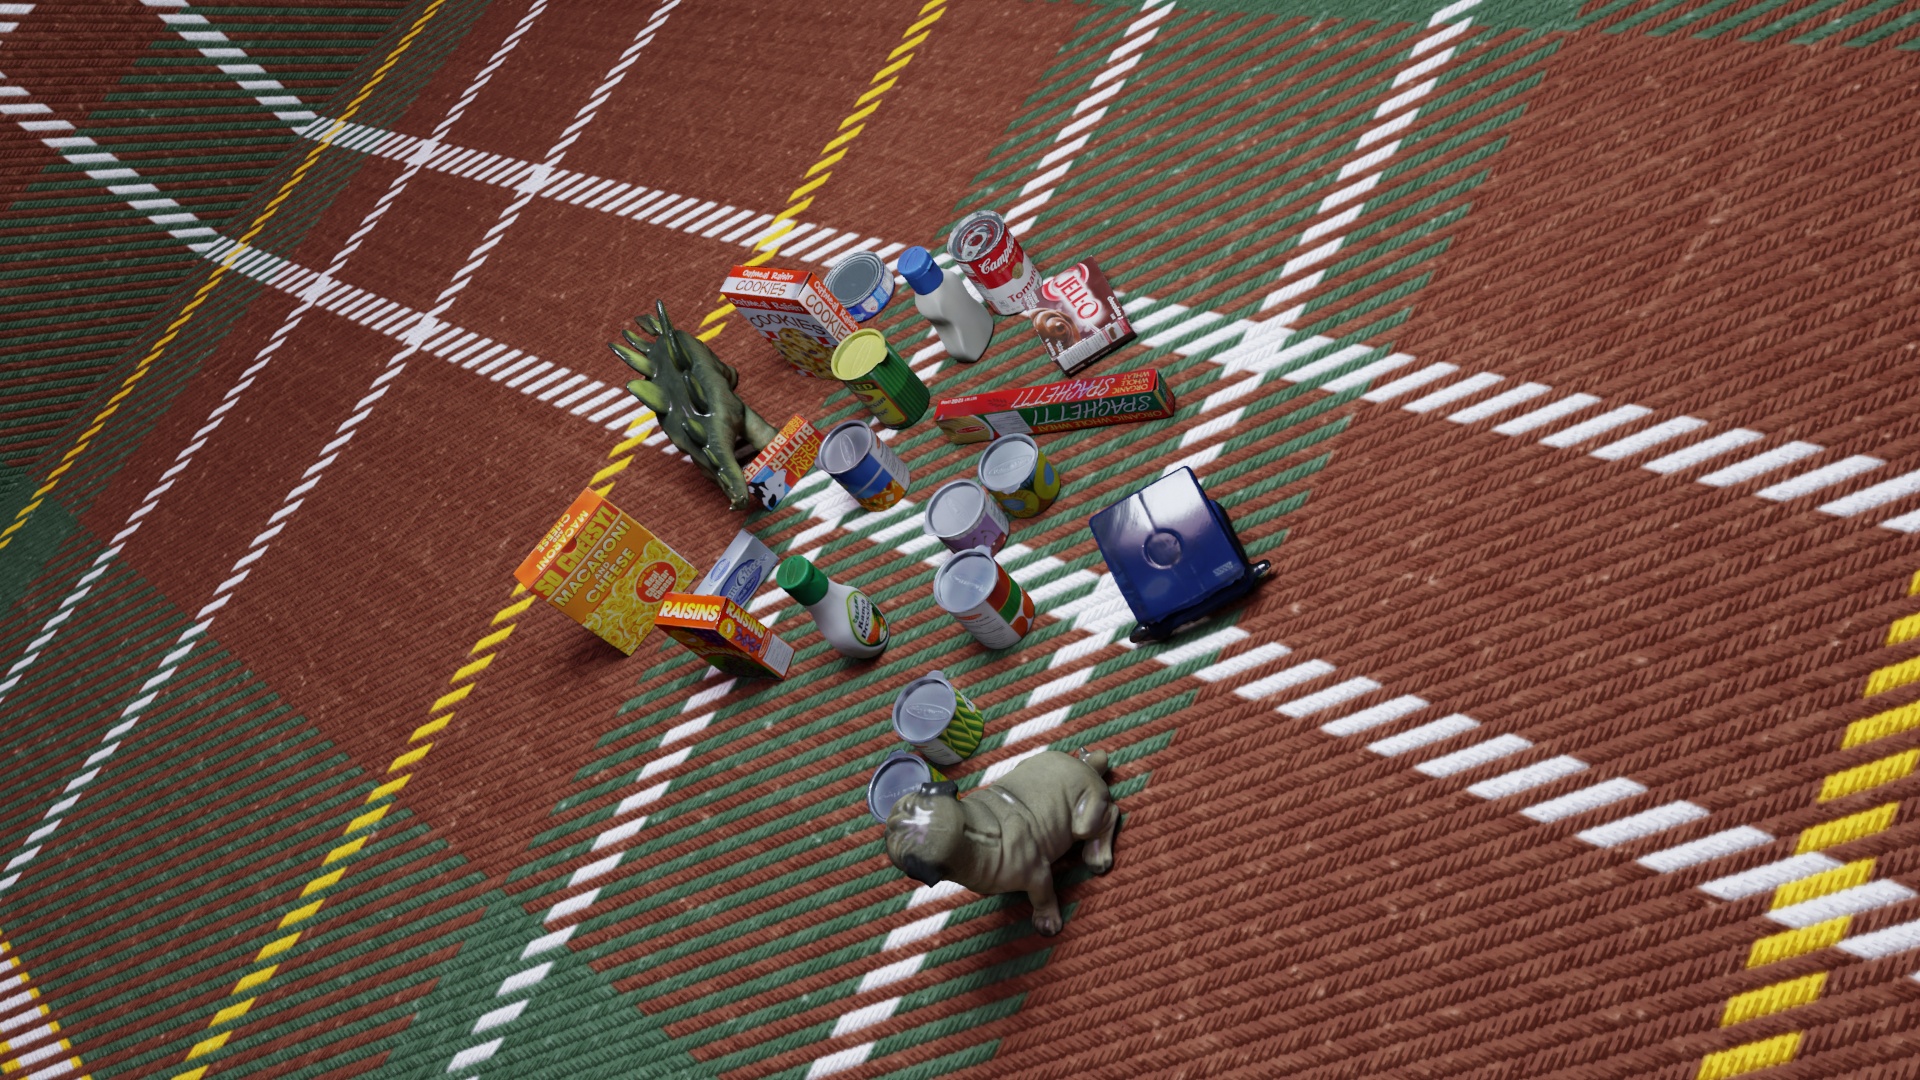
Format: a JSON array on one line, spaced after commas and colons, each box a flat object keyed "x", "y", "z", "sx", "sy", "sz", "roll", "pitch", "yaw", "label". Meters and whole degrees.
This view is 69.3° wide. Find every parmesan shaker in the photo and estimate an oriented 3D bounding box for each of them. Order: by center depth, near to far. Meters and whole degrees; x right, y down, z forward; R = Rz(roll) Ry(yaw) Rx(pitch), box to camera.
[{"x": -0.083, "y": -0.173, "z": 1.506, "sx": 0.071, "sy": 0.103, "sz": 0.071, "roll": -16, "pitch": 54, "yaw": 23, "label": "parmesan shaker"}]

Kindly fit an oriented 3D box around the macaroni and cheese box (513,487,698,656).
[{"x": -0.382, "y": 0.036, "z": 1.512, "sx": 0.040, "sy": 0.166, "sz": 0.124, "roll": 32, "pitch": 81, "yaw": 41, "label": "macaroni and cheese box"}]

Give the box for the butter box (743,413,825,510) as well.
[{"x": -0.197, "y": -0.088, "z": 1.555, "sx": 0.103, "sy": 0.053, "sz": 0.024, "roll": -48, "pitch": 48, "yaw": -4, "label": "butter box"}]

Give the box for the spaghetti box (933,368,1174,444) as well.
[{"x": 0.093, "y": -0.134, "z": 1.408, "sx": 0.250, "sy": 0.050, "sz": 0.029, "roll": -5, "pitch": 59, "yaw": 29, "label": "spaghetti box"}]

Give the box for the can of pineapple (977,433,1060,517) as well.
[{"x": 0.058, "y": -0.062, "z": 1.377, "sx": 0.071, "sy": 0.057, "sz": 0.071, "roll": -16, "pitch": 54, "yaw": 23, "label": "can of pineapple"}]

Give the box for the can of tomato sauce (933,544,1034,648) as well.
[{"x": 0.024, "y": 0.054, "z": 1.306, "sx": 0.071, "sy": 0.083, "sz": 0.071, "roll": -16, "pitch": 54, "yaw": 23, "label": "can of tomato sauce"}]

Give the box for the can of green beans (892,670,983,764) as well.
[{"x": -0.020, "y": 0.166, "z": 1.277, "sx": 0.071, "sy": 0.057, "sz": 0.071, "roll": -16, "pitch": 54, "yaw": 23, "label": "can of green beans"}]

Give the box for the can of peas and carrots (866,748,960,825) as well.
[{"x": -0.042, "y": 0.230, "z": 1.248, "sx": 0.071, "sy": 0.058, "sz": 0.071, "roll": -16, "pitch": 54, "yaw": 23, "label": "can of peas and carrots"}]

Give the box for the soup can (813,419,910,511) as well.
[{"x": -0.103, "y": -0.077, "z": 1.469, "sx": 0.071, "sy": 0.083, "sz": 0.072, "roll": -16, "pitch": 54, "yaw": 23, "label": "soup can"}]

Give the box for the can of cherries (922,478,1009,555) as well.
[{"x": 0.005, "y": -0.017, "z": 1.381, "sx": 0.071, "sy": 0.058, "sz": 0.072, "roll": -16, "pitch": 54, "yaw": 23, "label": "can of cherries"}]

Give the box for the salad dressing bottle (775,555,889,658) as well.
[{"x": -0.124, "y": 0.064, "z": 1.347, "sx": 0.044, "sy": 0.147, "sz": 0.064, "roll": -12, "pitch": 56, "yaw": 26, "label": "salad dressing bottle"}]

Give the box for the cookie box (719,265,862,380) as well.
[{"x": -0.174, "y": -0.242, "z": 1.565, "sx": 0.123, "sy": 0.167, "sz": 0.040, "roll": 12, "pitch": 68, "yaw": 37, "label": "cookie box"}]

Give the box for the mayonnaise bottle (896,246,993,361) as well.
[{"x": -0.017, "y": -0.256, "z": 1.489, "sx": 0.041, "sy": 0.147, "sz": 0.065, "roll": 8, "pitch": 66, "yaw": 35, "label": "mayonnaise bottle"}]

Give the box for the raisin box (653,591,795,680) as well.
[{"x": -0.239, "y": 0.097, "z": 1.413, "sx": 0.086, "sy": 0.123, "sz": 0.040, "roll": 3, "pitch": 63, "yaw": 33, "label": "raisin box"}]

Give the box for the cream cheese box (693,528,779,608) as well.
[{"x": -0.245, "y": 0.044, "z": 1.498, "sx": 0.024, "sy": 0.053, "sz": 0.104, "roll": 28, "pitch": 78, "yaw": 40, "label": "cream cheese box"}]
